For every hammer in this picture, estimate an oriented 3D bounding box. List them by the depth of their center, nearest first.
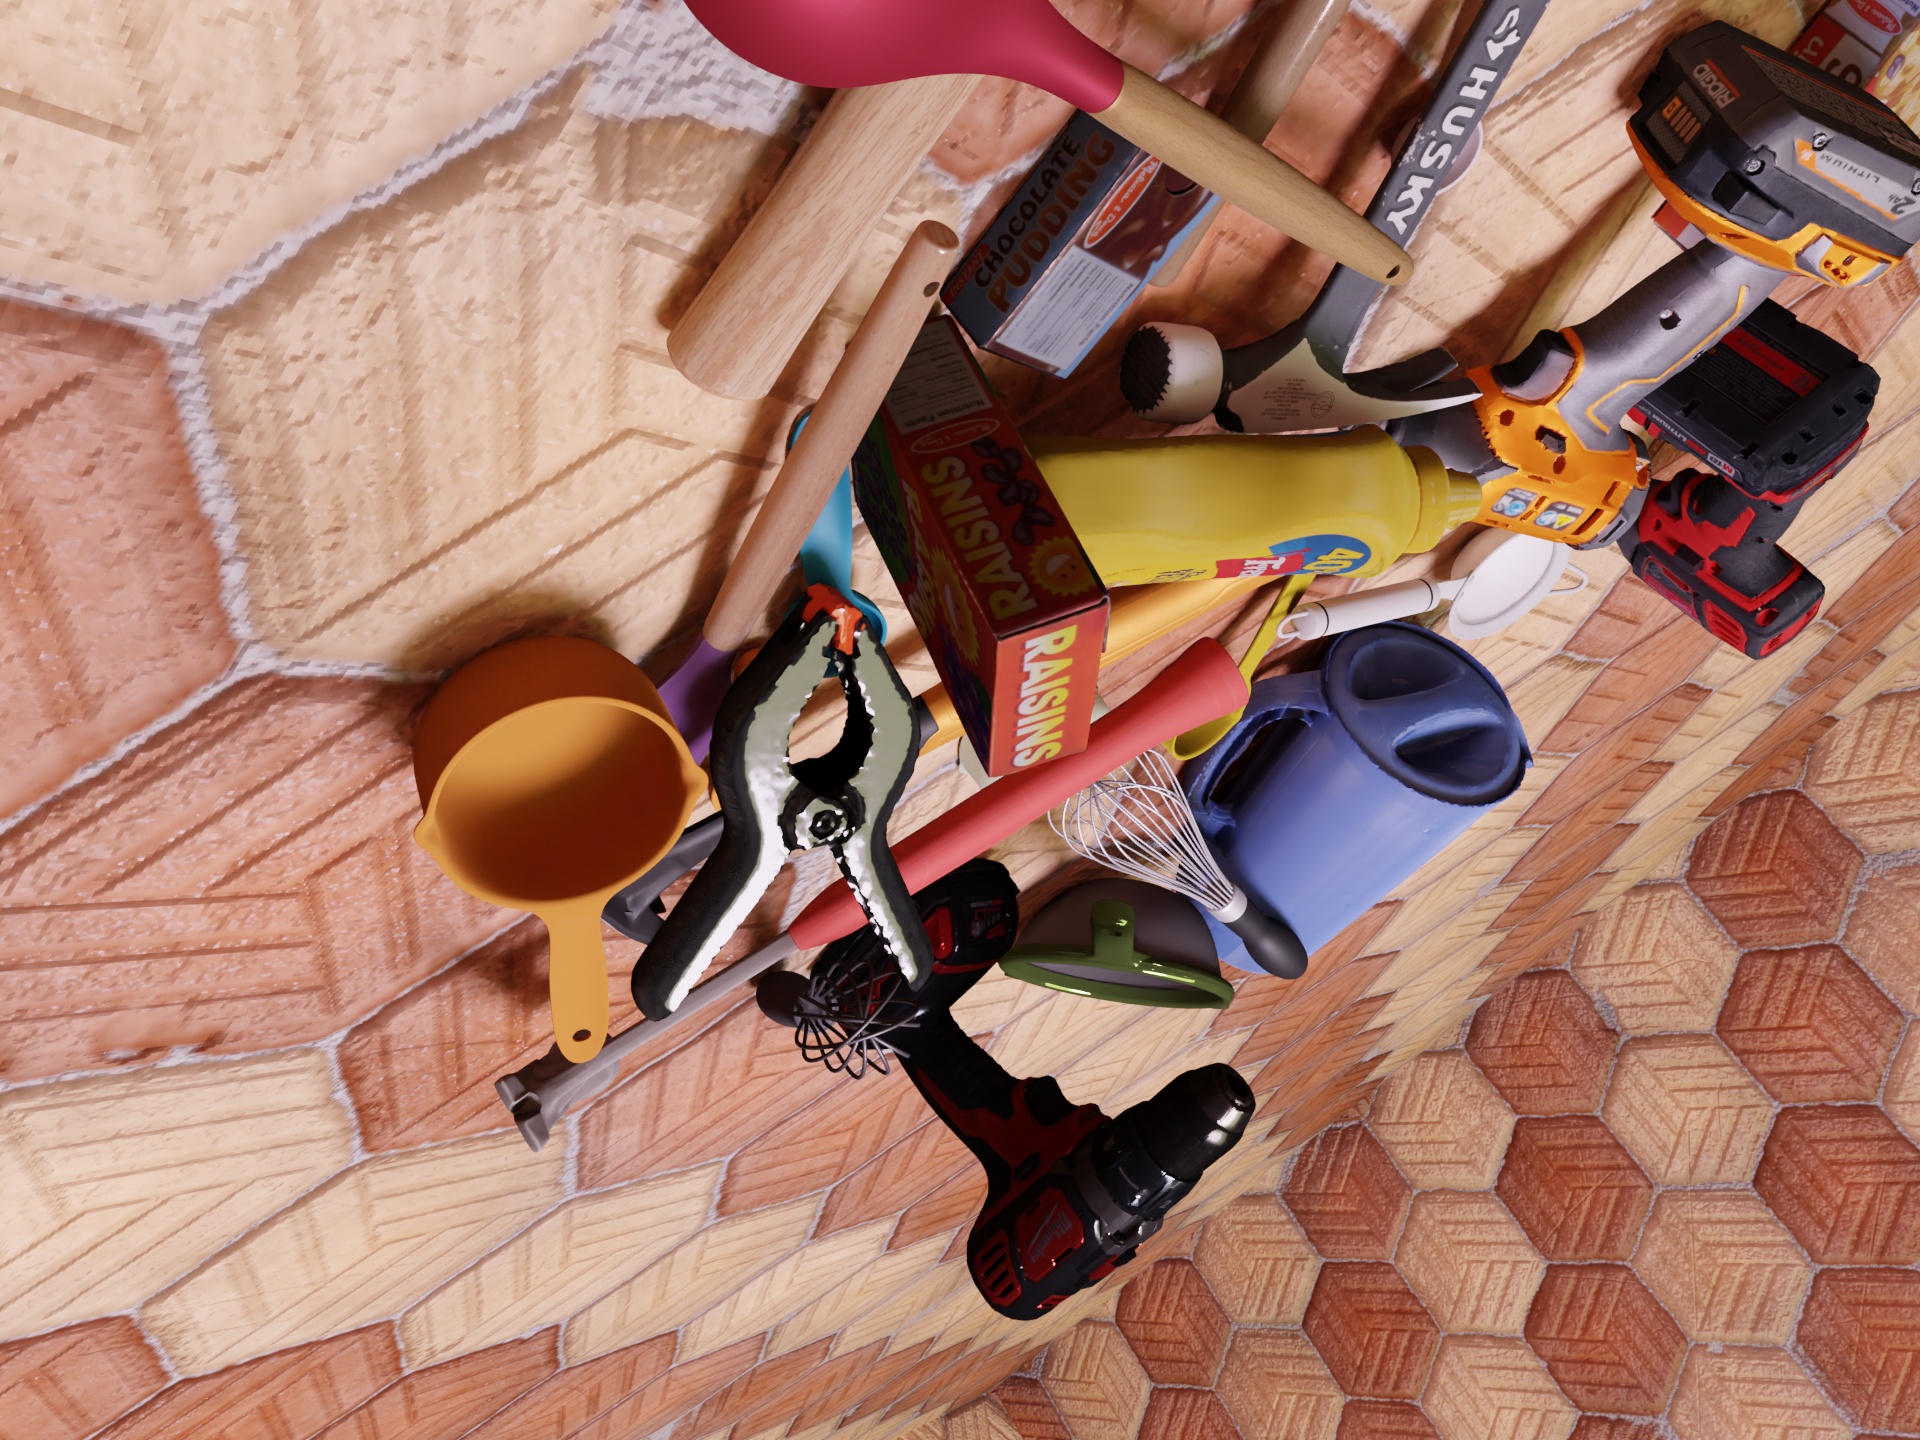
[{"bbox_3d":[0.027,-0.210,0.386,0.130,0.031,0.331,1,138,-50],"label":"hammer"},{"bbox_3d":[0.195,-0.253,0.488,0.149,0.036,0.408,-1,138,-29],"label":"hammer"},{"bbox_3d":[-0.001,-0.002,0.668,0.337,0.034,0.127,-28,160,-4],"label":"hammer"},{"bbox_3d":[-0.030,0.068,0.686,0.359,0.037,0.149,-31,178,-8],"label":"hammer"}]

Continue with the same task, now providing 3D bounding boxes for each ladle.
[{"bbox_3d":[0.051,-0.161,0.426,0.315,0.031,0.069,4,137,-50],"label":"ladle"}]

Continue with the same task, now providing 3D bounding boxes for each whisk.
[{"bbox_3d":[-0.069,0.137,0.767,0.055,0.055,0.239,-26,-177,-18],"label":"whisk"},{"bbox_3d":[0.138,0.089,0.911,0.070,0.070,0.284,-40,134,10],"label":"whisk"}]

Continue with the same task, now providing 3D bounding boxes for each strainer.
[{"bbox_3d":[0.261,-0.073,0.884,0.258,0.050,0.086,-14,140,-37],"label":"strainer"},{"bbox_3d":[0.097,0.121,0.968,0.151,0.069,0.256,7,162,9],"label":"strainer"}]

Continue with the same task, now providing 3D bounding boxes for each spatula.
[{"bbox_3d":[-0.075,-0.044,0.541,0.059,0.018,0.315,-14,155,-38],"label":"spatula"}]

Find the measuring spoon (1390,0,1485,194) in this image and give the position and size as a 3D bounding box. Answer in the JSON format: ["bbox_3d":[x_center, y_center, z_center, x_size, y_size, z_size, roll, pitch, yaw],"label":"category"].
[{"bbox_3d":[0.180,-0.239,0.544,0.034,0.018,0.124,-5,137,-23],"label":"measuring spoon"}]

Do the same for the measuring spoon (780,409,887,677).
[{"bbox_3d":[-0.050,-0.065,0.571,0.042,0.021,0.128,-12,141,-11],"label":"measuring spoon"}]

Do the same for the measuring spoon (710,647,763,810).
[{"bbox_3d":[-0.090,0.005,0.649,0.021,0.011,0.116,-16,153,-25],"label":"measuring spoon"}]

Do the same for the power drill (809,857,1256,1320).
[{"bbox_3d":[0.037,0.179,0.846,0.080,0.227,0.188,3,136,-52],"label":"power drill"}]

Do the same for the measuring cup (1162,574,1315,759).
[{"bbox_3d":[0.149,-0.048,0.835,0.062,0.029,0.156,-1,127,-52],"label":"measuring cup"}]

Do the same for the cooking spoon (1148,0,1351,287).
[{"bbox_3d":[0.125,-0.243,0.433,0.017,0.069,0.318,17,140,-14],"label":"cooking spoon"}]

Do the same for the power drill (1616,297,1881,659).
[{"bbox_3d":[0.412,-0.133,0.874,0.078,0.143,0.219,-38,148,-2],"label":"power drill"}]

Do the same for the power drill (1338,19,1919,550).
[{"bbox_3d":[0.277,-0.172,0.682,0.164,0.084,0.226,9,139,-26],"label":"power drill"}]

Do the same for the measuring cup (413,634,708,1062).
[{"bbox_3d":[-0.142,0.047,0.560,0.095,0.052,0.173,-11,132,-22],"label":"measuring cup"}]

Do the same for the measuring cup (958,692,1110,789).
[{"bbox_3d":[0.026,-0.001,0.740,0.083,0.038,0.167,-37,153,5],"label":"measuring cup"}]
